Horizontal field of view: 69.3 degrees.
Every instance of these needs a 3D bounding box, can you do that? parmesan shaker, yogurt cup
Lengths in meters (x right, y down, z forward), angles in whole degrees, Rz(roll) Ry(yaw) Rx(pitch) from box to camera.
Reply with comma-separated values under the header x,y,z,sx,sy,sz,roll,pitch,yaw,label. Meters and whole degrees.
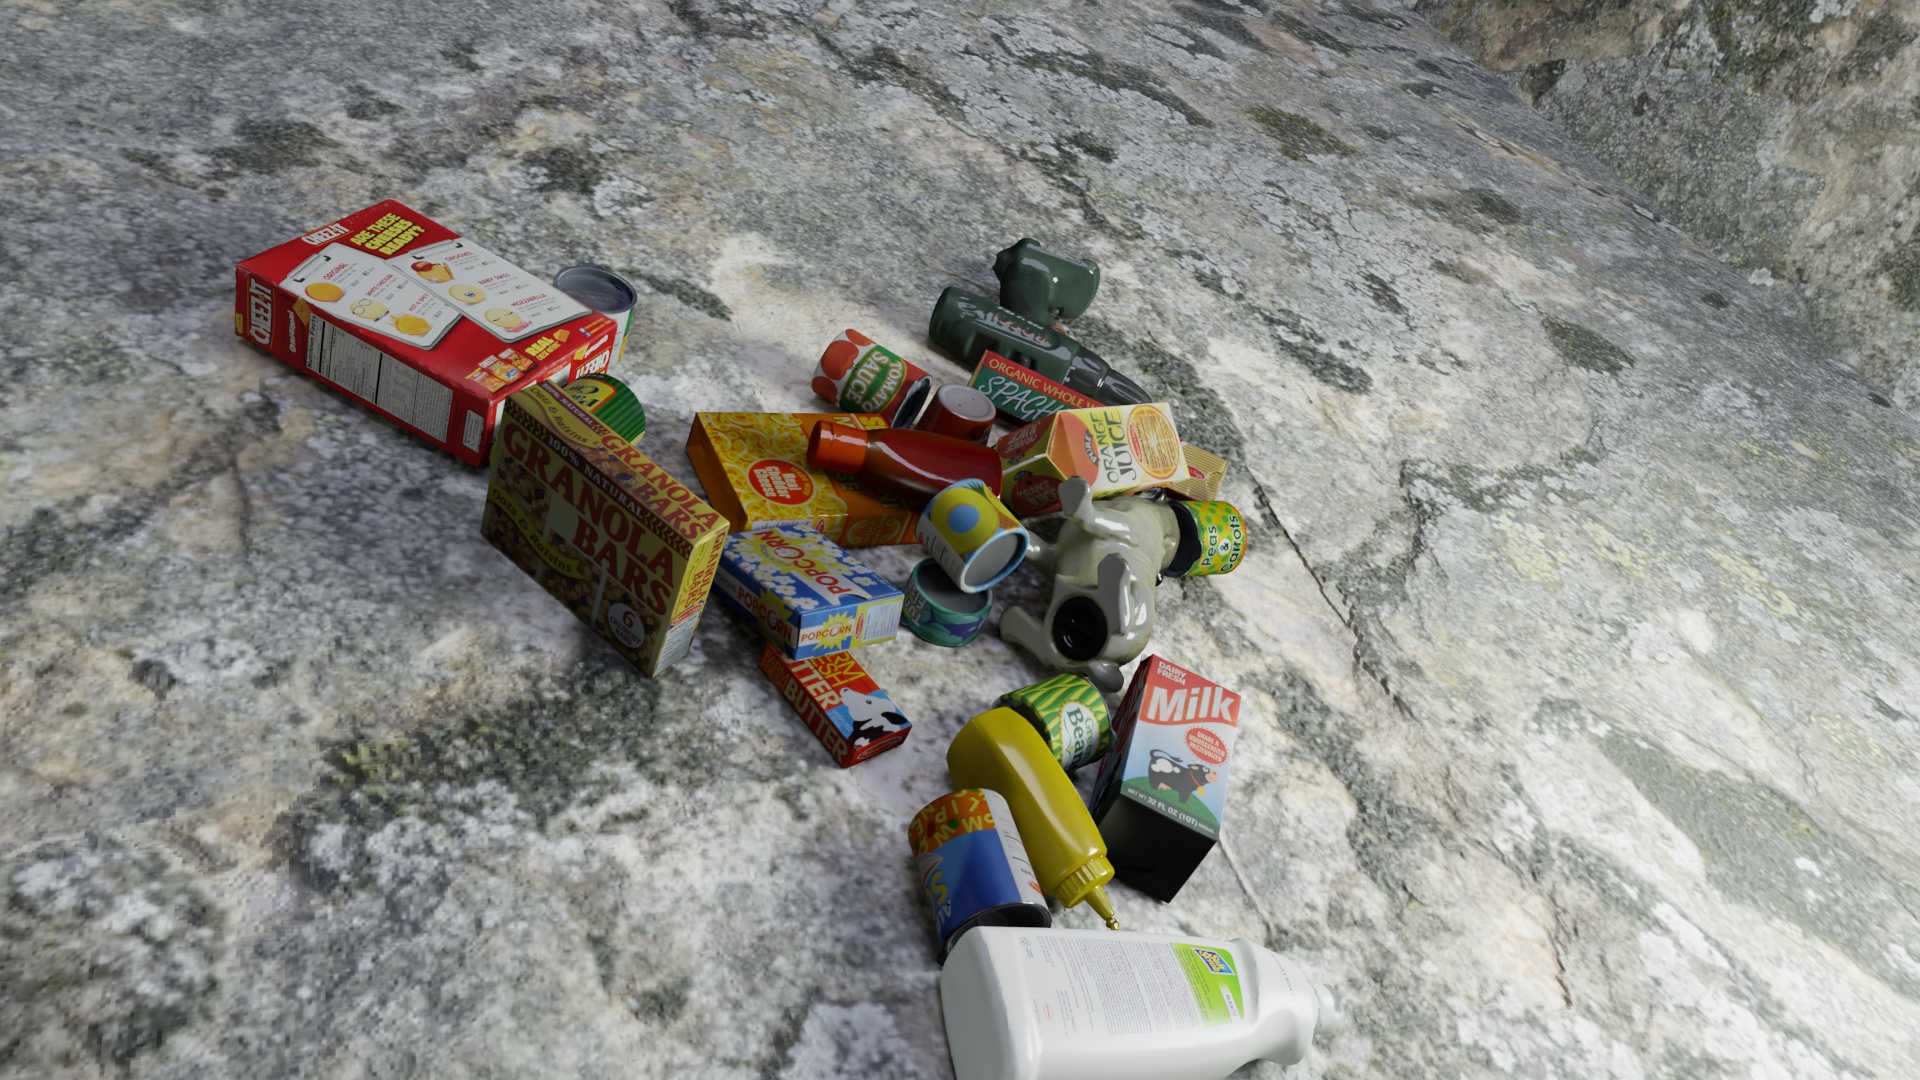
x,y,z,sx,sy,sz,roll,pitch,yaw,label
-0.283,-0.071,1.000,0.071,0.071,0.103,27,36,2,parmesan shaker
-0.004,-0.100,1.205,0.072,0.053,0.073,16,36,-12,yogurt cup

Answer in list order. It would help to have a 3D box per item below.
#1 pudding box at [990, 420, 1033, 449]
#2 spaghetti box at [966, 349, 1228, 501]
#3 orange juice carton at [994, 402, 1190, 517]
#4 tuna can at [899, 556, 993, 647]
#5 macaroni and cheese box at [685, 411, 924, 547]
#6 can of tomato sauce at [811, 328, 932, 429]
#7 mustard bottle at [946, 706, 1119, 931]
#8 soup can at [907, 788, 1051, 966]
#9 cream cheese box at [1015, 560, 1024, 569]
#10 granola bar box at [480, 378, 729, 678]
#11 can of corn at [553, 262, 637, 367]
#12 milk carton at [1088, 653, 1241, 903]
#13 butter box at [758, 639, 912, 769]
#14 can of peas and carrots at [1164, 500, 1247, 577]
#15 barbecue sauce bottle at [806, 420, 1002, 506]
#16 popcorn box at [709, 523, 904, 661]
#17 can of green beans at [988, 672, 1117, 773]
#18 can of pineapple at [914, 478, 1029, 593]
x,y,z,sx,sy,sz,roll,pitch,yaw,label
0.058,-0.070,1.225,0.050,0.030,0.084,35,37,14,pudding box
0.124,-0.101,1.284,0.250,0.028,0.050,25,77,0,spaghetti box
0.102,-0.068,1.173,0.193,0.071,0.073,-10,82,-44,orange juice carton
-0.013,0.045,1.039,0.071,0.032,0.071,16,37,-13,tuna can
-0.115,-0.048,1.088,0.167,0.040,0.124,-3,46,-33,macaroni and cheese box
-0.077,-0.135,1.194,0.083,0.070,0.071,32,37,10,can of tomato sauce
0.053,0.183,0.886,0.049,0.065,0.160,-15,58,-40,mustard bottle
0.007,0.202,0.832,0.071,0.071,0.084,4,40,-26,soup can
0.004,-0.014,1.130,0.053,0.024,0.104,-12,50,-38,cream cheese box
-0.233,-0.008,0.900,0.166,0.123,0.039,37,39,15,granola bar box
-0.302,-0.182,1.129,0.071,0.058,0.071,16,37,-12,can of corn
0.143,0.149,0.968,0.072,0.073,0.191,26,36,1,milk carton
-0.085,0.103,0.933,0.053,0.024,0.104,-18,54,-44,butter box
0.205,-0.001,1.194,0.059,0.070,0.071,-2,44,-33,can of peas and carrots
-0.043,-0.059,1.073,0.149,0.043,0.065,13,46,-19,barbecue sauce bottle
-0.111,0.033,0.963,0.085,0.038,0.127,-9,29,-39,popcorn box
0.060,0.129,0.950,0.058,0.071,0.071,-14,51,-40,can of green beans
0.010,-0.004,1.026,0.071,0.070,0.058,-14,52,-41,can of pineapple
